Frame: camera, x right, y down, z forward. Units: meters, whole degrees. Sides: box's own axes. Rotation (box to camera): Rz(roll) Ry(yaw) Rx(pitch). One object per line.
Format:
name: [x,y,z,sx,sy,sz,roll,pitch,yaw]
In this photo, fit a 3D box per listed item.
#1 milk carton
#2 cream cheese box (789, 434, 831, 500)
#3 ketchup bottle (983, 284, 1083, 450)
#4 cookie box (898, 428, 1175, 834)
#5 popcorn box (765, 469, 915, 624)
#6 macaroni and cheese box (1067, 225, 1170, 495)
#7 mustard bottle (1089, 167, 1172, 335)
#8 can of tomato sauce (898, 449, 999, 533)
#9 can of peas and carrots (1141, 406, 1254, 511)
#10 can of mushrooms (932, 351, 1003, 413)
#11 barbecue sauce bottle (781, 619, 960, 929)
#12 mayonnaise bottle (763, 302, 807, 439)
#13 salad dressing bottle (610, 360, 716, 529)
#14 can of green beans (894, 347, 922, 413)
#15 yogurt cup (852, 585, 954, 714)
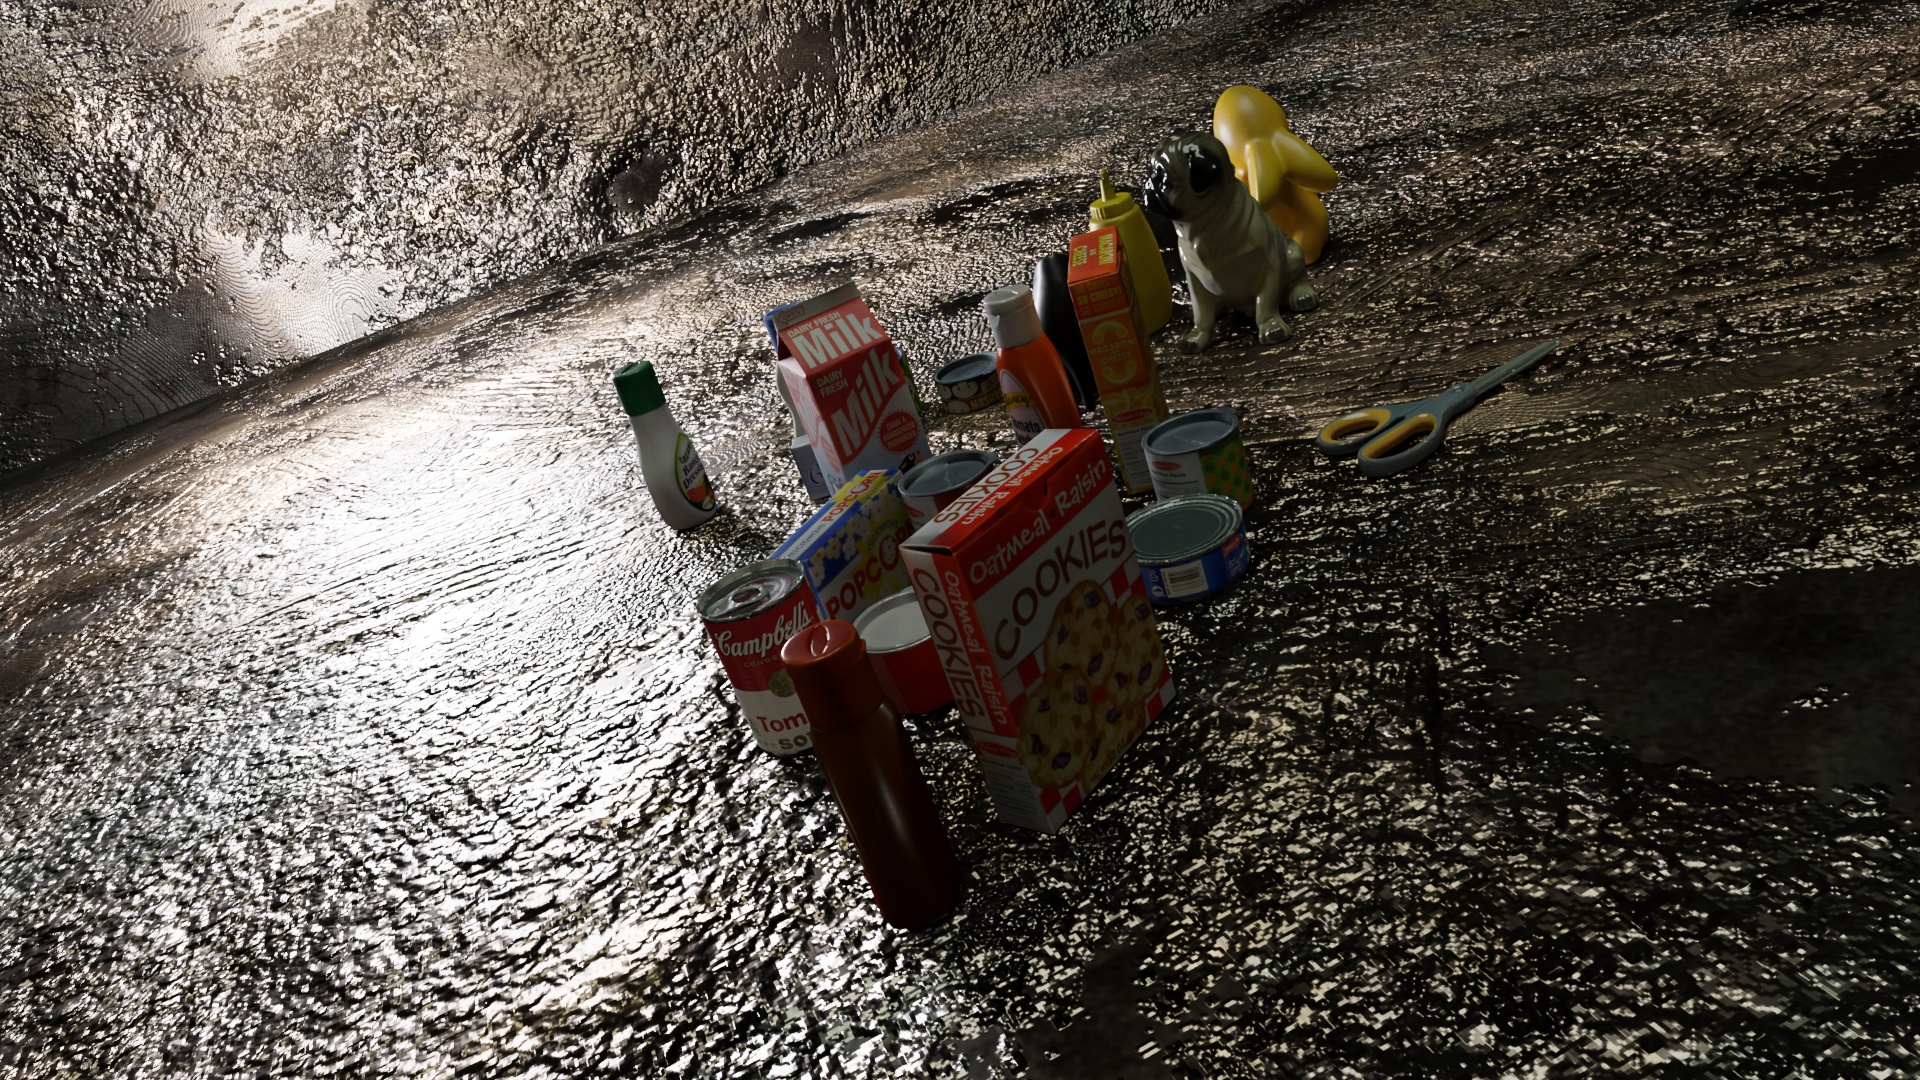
milk carton: [-0.079,-0.097,1.059,0.072,0.189,0.073,-27,25,-16]
cream cheese box: [-0.088,-0.074,1.181,0.104,0.053,0.024,-17,24,5]
ketchup bottle: [0.056,-0.121,1.061,0.044,0.148,0.065,-31,27,-24]
cookie box: [0.046,0.044,0.705,0.040,0.166,0.123,5,33,42]
popcorn box: [-0.072,0.017,0.941,0.038,0.085,0.127,-2,29,33]
macaroni and cheese box: [0.121,-0.135,1.025,0.040,0.165,0.124,-14,25,12]
mustard bottle: [0.152,-0.270,1.289,0.049,0.159,0.065,8,36,45]
can of tomato sauce: [0.003,-0.012,0.952,0.071,0.082,0.071,-16,24,7]
can of peas and carrots: [0.164,-0.050,0.946,0.071,0.058,0.071,-16,25,7]
can of mushrooms: [0.012,-0.146,1.283,0.071,0.033,0.071,-16,25,7]
barbecue sauce bottle: [-0.042,0.108,0.655,0.044,0.148,0.065,-18,24,3]
mayonnaise bottle: [-0.131,-0.135,1.223,0.065,0.147,0.041,-16,24,7]
salad dressing bottle: [-0.259,-0.083,1.208,0.044,0.147,0.064,-10,26,20]
can of green beans: [-0.075,-0.142,1.307,0.071,0.057,0.071,-16,25,7]
yogurt cup: [-0.027,0.068,0.842,0.072,0.053,0.073,-16,25,7]
